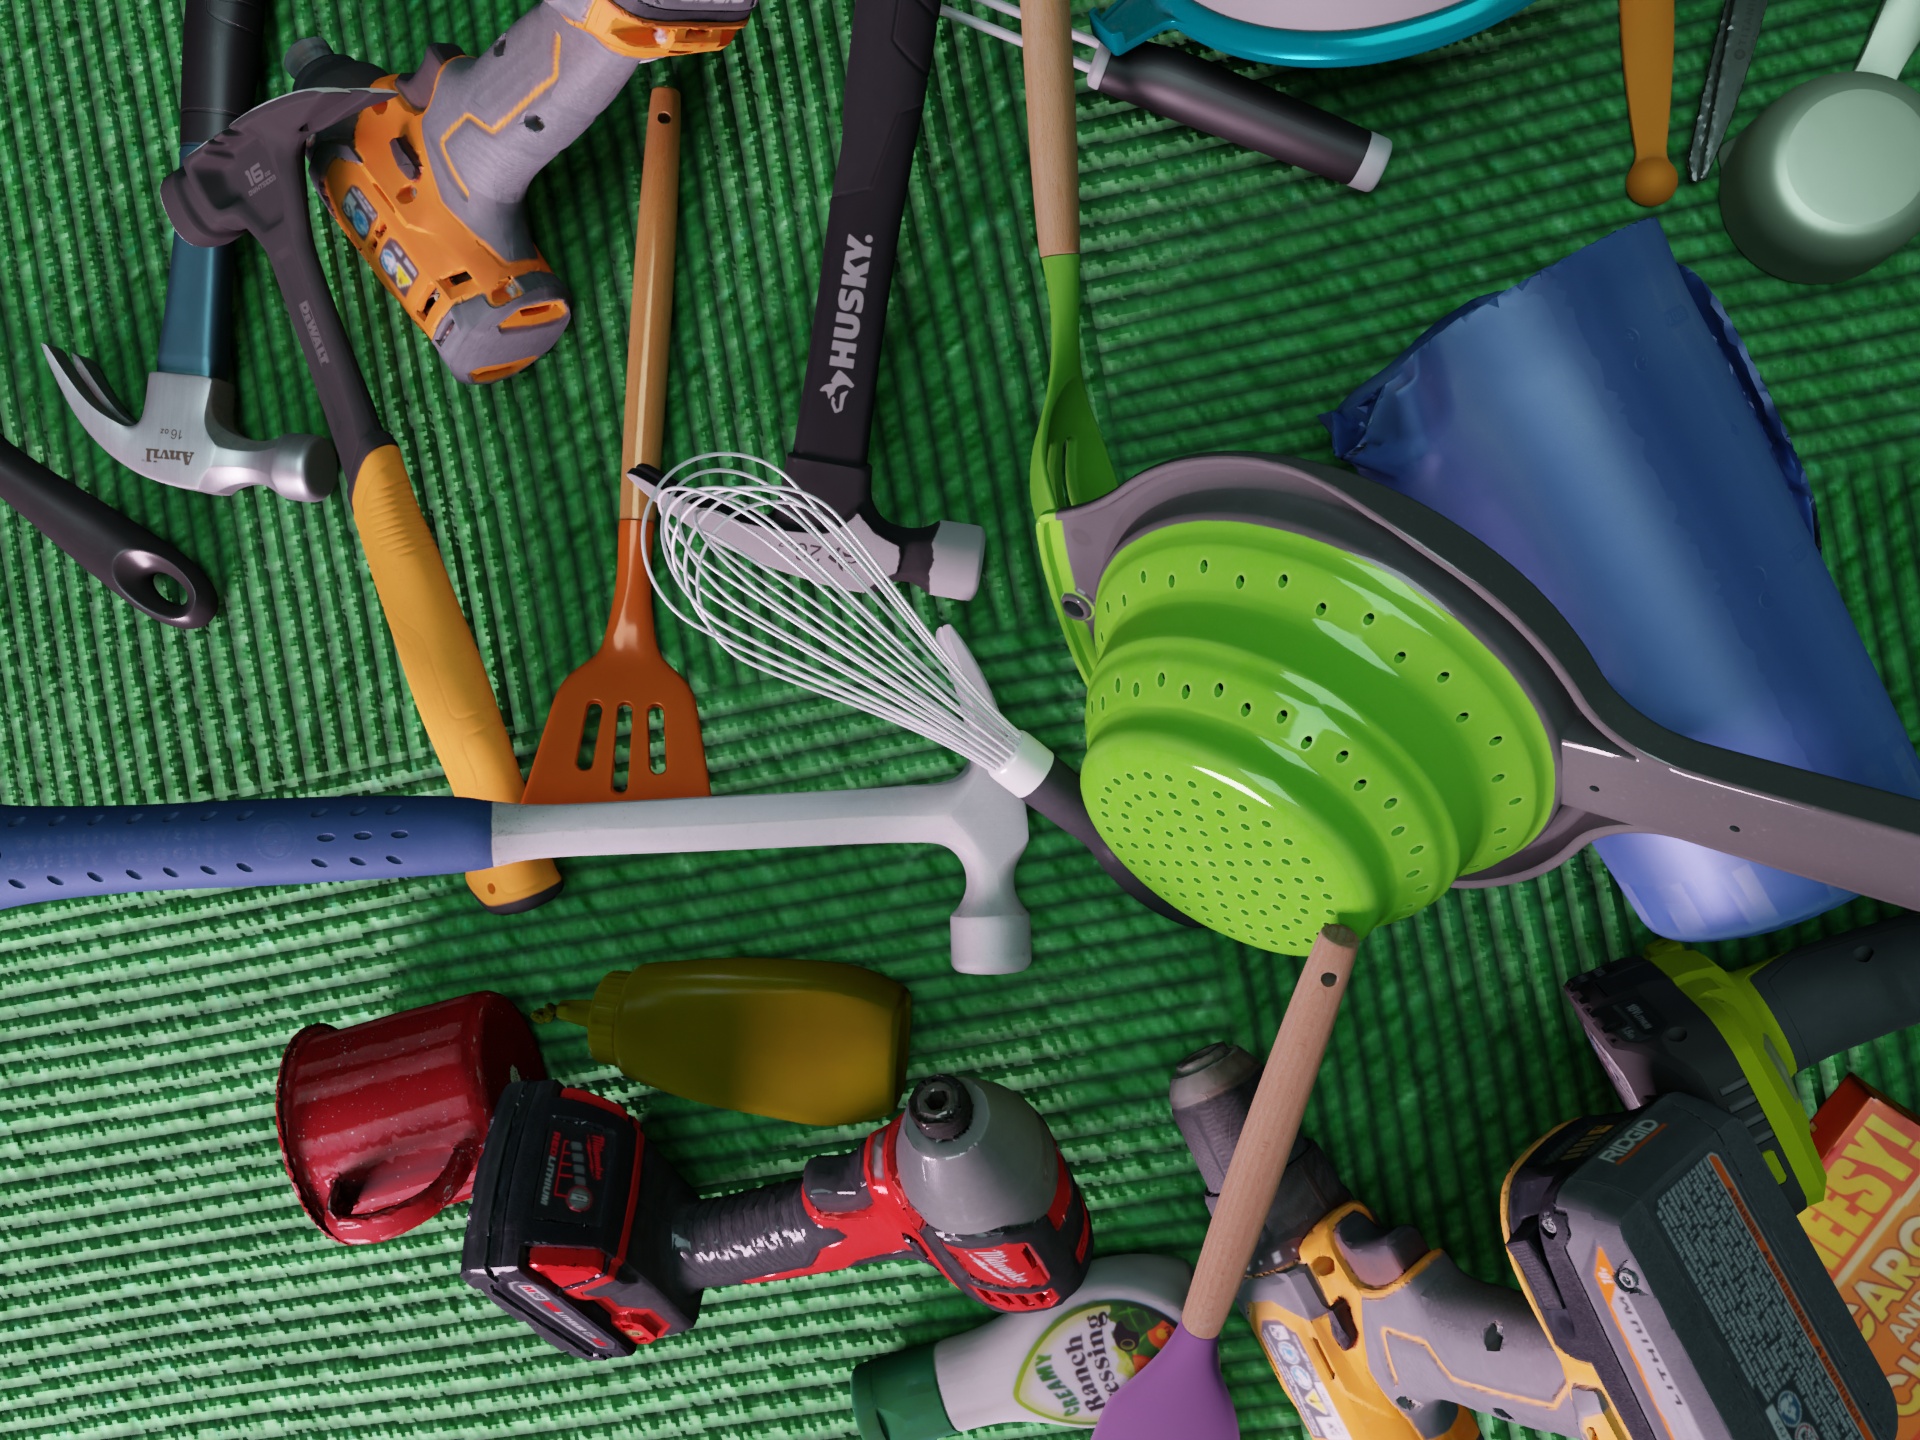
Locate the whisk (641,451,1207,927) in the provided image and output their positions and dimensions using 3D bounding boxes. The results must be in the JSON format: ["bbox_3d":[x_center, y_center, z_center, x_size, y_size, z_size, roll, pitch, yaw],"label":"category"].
[{"bbox_3d":[0.000,-0.003,0.613,0.284,0.070,0.070,37,95,-17],"label":"whisk"}]

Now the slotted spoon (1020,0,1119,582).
[{"bbox_3d":[0.037,-0.206,0.616,0.031,0.070,0.313,1,102,27],"label":"slotted spoon"}]

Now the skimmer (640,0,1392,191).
[{"bbox_3d":[0.000,-0.291,0.663,0.363,0.090,0.127,20,97,-3],"label":"skimmer"}]

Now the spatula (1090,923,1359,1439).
[{"bbox_3d":[0.096,0.203,0.581,0.060,0.018,0.315,12,119,2],"label":"spatula"}]

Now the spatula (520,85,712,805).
[{"bbox_3d":[-0.135,-0.110,0.674,0.081,0.041,0.322,4,90,-10],"label":"spatula"}]

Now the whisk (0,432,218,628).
[{"bbox_3d":[-0.456,-0.133,0.713,0.296,0.073,0.073,36,95,0],"label":"whisk"}]

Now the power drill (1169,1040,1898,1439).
[{"bbox_3d":[0.172,0.188,0.557,0.084,0.226,0.185,-23,82,-32],"label":"power drill"}]

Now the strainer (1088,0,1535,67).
[{"bbox_3d":[0.204,-0.346,0.549,0.340,0.095,0.211,5,72,21],"label":"strainer"}]

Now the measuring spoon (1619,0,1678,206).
[{"bbox_3d":[0.275,-0.264,0.633,0.021,0.011,0.117,-1,90,8],"label":"measuring spoon"}]

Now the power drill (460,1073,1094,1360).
[{"bbox_3d":[-0.067,0.184,0.610,0.219,0.143,0.079,-8,50,12],"label":"power drill"}]

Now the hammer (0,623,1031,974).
[{"bbox_3d":[-0.173,0.038,0.629,0.405,0.035,0.144,-2,88,-9],"label":"hammer"}]

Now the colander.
[{"bbox_3d":[0.174,0.036,0.506,0.397,0.204,0.094,19,59,33],"label":"colander"}]

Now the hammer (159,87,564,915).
[{"bbox_3d":[-0.228,-0.080,0.654,0.127,0.034,0.337,-10,101,37],"label":"hammer"}]

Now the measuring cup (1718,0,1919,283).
[{"bbox_3d":[0.356,-0.251,0.607,0.083,0.038,0.167,25,95,7],"label":"measuring cup"}]

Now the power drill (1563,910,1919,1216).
[{"bbox_3d":[0.339,0.090,0.538,0.228,0.190,0.080,-26,88,11],"label":"power drill"}]

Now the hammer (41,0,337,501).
[{"bbox_3d":[-0.329,-0.266,0.706,0.128,0.033,0.331,5,90,7],"label":"hammer"}]

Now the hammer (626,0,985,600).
[{"bbox_3d":[-0.039,-0.219,0.616,0.146,0.035,0.334,9,105,-4],"label":"hammer"}]

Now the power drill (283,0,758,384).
[{"bbox_3d":[-0.186,-0.265,0.625,0.164,0.084,0.226,52,129,5],"label":"power drill"}]
